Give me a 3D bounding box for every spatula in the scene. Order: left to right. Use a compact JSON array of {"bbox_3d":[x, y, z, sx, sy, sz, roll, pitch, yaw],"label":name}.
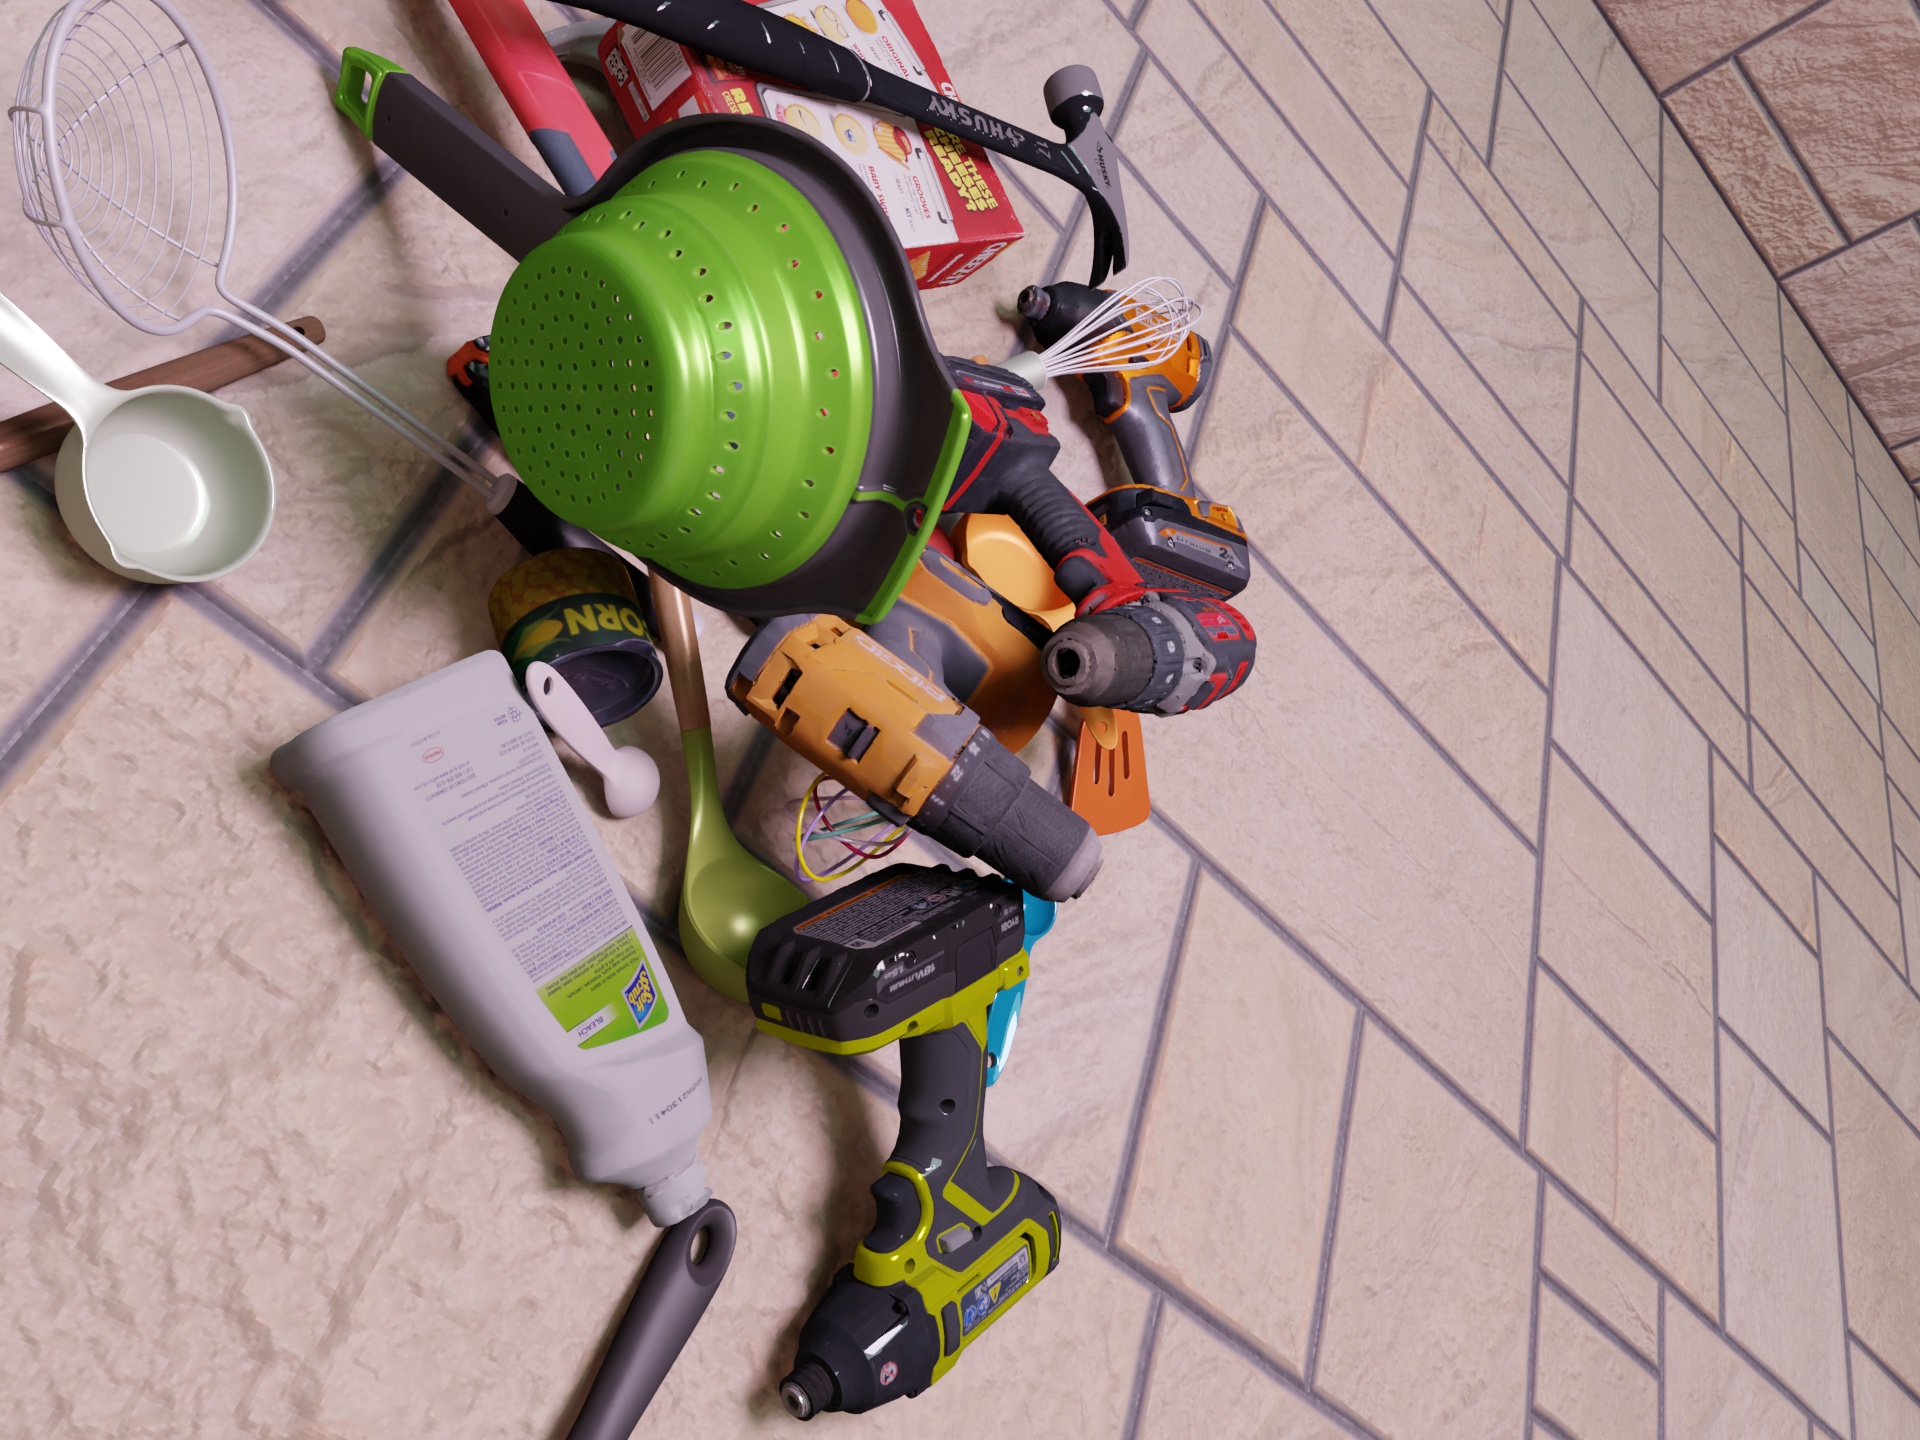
[{"bbox_3d":[-0.368,-0.102,0.597,0.059,0.018,0.316,58,43,-10],"label":"spatula"},{"bbox_3d":[0.056,-0.085,1.019,0.081,0.041,0.323,-7,73,-46],"label":"spatula"}]

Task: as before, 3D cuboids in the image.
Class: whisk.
[{"bbox_3d":[-0.154,0.304,0.605,0.073,0.073,0.296,49,38,-18],"label":"whisk"},{"bbox_3d":[-0.023,0.039,0.821,0.047,0.051,0.245,65,23,5],"label":"whisk"},{"bbox_3d":[0.053,-0.225,1.005,0.246,0.059,0.057,-27,128,-23],"label":"whisk"}]

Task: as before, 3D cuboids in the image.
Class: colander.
[{"bbox_3d":[-0.176,-0.183,0.661,0.397,0.204,0.094,40,33,22],"label":"colander"}]

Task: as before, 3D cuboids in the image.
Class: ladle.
[{"bbox_3d":[-0.121,-0.024,0.750,0.078,0.062,0.320,-9,88,-55],"label":"ladle"}]

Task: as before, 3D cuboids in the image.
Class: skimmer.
[{"bbox_3d":[-0.229,-0.146,0.683,0.362,0.090,0.127,39,41,-35],"label":"skimmer"}]

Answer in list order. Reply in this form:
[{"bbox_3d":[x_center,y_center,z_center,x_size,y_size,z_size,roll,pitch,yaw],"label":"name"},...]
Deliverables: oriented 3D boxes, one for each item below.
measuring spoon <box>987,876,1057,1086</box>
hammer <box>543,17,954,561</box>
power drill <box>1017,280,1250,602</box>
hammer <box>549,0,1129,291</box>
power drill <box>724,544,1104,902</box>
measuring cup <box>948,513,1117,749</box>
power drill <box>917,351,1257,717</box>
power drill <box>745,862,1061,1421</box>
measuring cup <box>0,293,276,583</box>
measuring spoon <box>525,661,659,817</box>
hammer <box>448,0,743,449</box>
[{"bbox_3d":[0.023,0.142,0.890,0.042,0.021,0.129,32,61,-32],"label":"measuring spoon"},{"bbox_3d":[-0.111,-0.230,0.903,0.149,0.037,0.359,-35,98,-47],"label":"hammer"},{"bbox_3d":[0.112,-0.194,1.084,0.164,0.084,0.227,15,59,-38],"label":"power drill"},{"bbox_3d":[-0.046,-0.339,0.862,0.408,0.036,0.149,0,71,-46],"label":"hammer"},{"bbox_3d":[-0.001,-0.003,0.784,0.185,0.084,0.226,36,18,1],"label":"power drill"},{"bbox_3d":[0.048,-0.057,0.956,0.095,0.052,0.174,-17,80,-27],"label":"measuring cup"},{"bbox_3d":[0.044,-0.089,0.829,0.227,0.080,0.188,48,25,18],"label":"power drill"},{"bbox_3d":[-0.026,0.192,0.726,0.171,0.080,0.223,-22,112,-49],"label":"power drill"},{"bbox_3d":[-0.336,-0.118,0.596,0.167,0.038,0.083,49,51,-38],"label":"measuring cup"},{"bbox_3d":[-0.160,0.009,0.708,0.124,0.018,0.034,67,33,-59],"label":"measuring spoon"},{"bbox_3d":[-0.203,-0.280,0.781,0.143,0.038,0.386,-29,87,-36],"label":"hammer"}]
